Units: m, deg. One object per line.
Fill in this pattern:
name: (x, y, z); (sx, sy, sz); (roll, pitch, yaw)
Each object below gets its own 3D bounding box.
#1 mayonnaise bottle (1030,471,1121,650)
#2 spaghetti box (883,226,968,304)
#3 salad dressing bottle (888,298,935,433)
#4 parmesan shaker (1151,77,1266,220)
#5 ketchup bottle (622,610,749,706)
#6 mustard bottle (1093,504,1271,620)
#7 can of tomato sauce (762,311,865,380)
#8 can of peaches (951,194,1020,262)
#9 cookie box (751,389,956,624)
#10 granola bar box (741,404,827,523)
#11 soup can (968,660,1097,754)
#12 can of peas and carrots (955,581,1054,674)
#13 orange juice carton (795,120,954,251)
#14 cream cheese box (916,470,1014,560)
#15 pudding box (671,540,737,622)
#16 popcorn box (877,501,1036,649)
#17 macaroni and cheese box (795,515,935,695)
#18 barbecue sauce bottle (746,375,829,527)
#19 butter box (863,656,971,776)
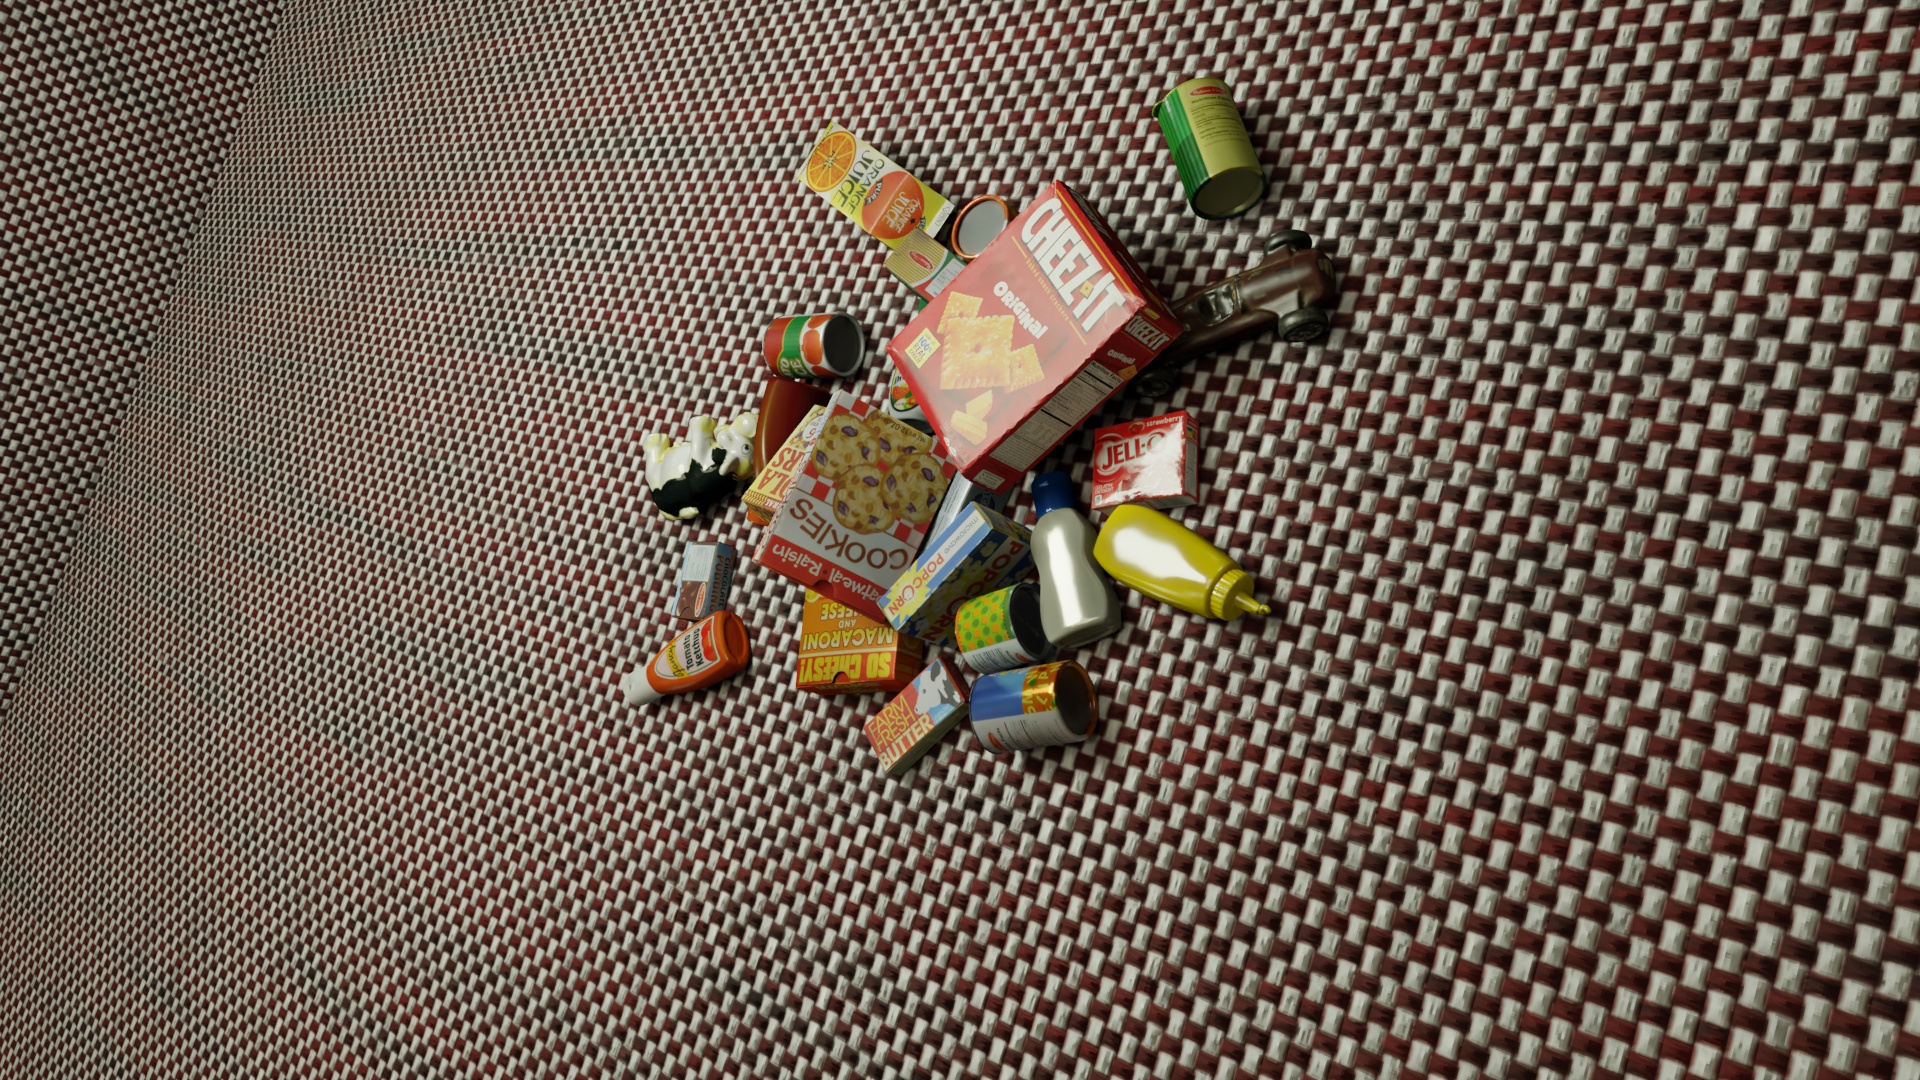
mayonnaise bottle: (0.090, 0.014, 1.160); (0.064, 0.041, 0.148); (-24, 59, 25)
spaghetti box: (0.026, -0.204, 1.267); (0.050, 0.028, 0.251); (-48, 60, 1)
salad dressing bottle: (-0.030, -0.177, 1.323); (0.064, 0.044, 0.148); (-2, 70, 36)
parmesan shaker: (0.209, -0.329, 1.172); (0.071, 0.071, 0.103); (-29, 59, 28)
ketchup bottle: (-0.280, 0.126, 1.410); (0.148, 0.043, 0.065); (-28, 60, 29)
mustard bottle: (0.177, 0.026, 1.080); (0.160, 0.049, 0.065); (31, 93, 41)
can of tomato sauce: (-0.148, -0.195, 1.409); (0.083, 0.071, 0.071); (3, 76, 39)
can of peaches: (0.033, -0.284, 1.303); (0.071, 0.058, 0.071); (-14, 66, 34)
cookie box: (-0.089, -0.029, 1.213); (0.167, 0.123, 0.040); (-65, 15, -8)
granola bar box: (-0.119, -0.060, 1.317); (0.165, 0.039, 0.124); (19, 67, 49)
soup can: (0.060, 0.132, 1.123); (0.083, 0.071, 0.071); (-15, 65, 34)
can of peas and carrots: (0.038, 0.072, 1.163); (0.058, 0.071, 0.071); (-20, 63, 33)
orange juice carton: (-0.078, -0.346, 1.404); (0.071, 0.073, 0.193); (-54, 50, 10)
cream cheese box: (0.004, -0.015, 1.229); (0.024, 0.053, 0.104); (25, 90, 43)
pudding box: (-0.266, 0.044, 1.438); (0.049, 0.030, 0.084); (1, 75, 38)
popcorn box: (0.002, 0.032, 1.192); (0.126, 0.085, 0.038); (-47, 53, 15)
macaroni and cheese box: (-0.089, 0.056, 1.286); (0.123, 0.040, 0.167); (-9, 68, 37)
barbecue sauce bottle: (-0.180, -0.088, 1.400); (0.043, 0.065, 0.148); (19, 95, 65)
butter box: (-0.036, 0.155, 1.218); (0.103, 0.024, 0.053); (-44, 53, 17)
